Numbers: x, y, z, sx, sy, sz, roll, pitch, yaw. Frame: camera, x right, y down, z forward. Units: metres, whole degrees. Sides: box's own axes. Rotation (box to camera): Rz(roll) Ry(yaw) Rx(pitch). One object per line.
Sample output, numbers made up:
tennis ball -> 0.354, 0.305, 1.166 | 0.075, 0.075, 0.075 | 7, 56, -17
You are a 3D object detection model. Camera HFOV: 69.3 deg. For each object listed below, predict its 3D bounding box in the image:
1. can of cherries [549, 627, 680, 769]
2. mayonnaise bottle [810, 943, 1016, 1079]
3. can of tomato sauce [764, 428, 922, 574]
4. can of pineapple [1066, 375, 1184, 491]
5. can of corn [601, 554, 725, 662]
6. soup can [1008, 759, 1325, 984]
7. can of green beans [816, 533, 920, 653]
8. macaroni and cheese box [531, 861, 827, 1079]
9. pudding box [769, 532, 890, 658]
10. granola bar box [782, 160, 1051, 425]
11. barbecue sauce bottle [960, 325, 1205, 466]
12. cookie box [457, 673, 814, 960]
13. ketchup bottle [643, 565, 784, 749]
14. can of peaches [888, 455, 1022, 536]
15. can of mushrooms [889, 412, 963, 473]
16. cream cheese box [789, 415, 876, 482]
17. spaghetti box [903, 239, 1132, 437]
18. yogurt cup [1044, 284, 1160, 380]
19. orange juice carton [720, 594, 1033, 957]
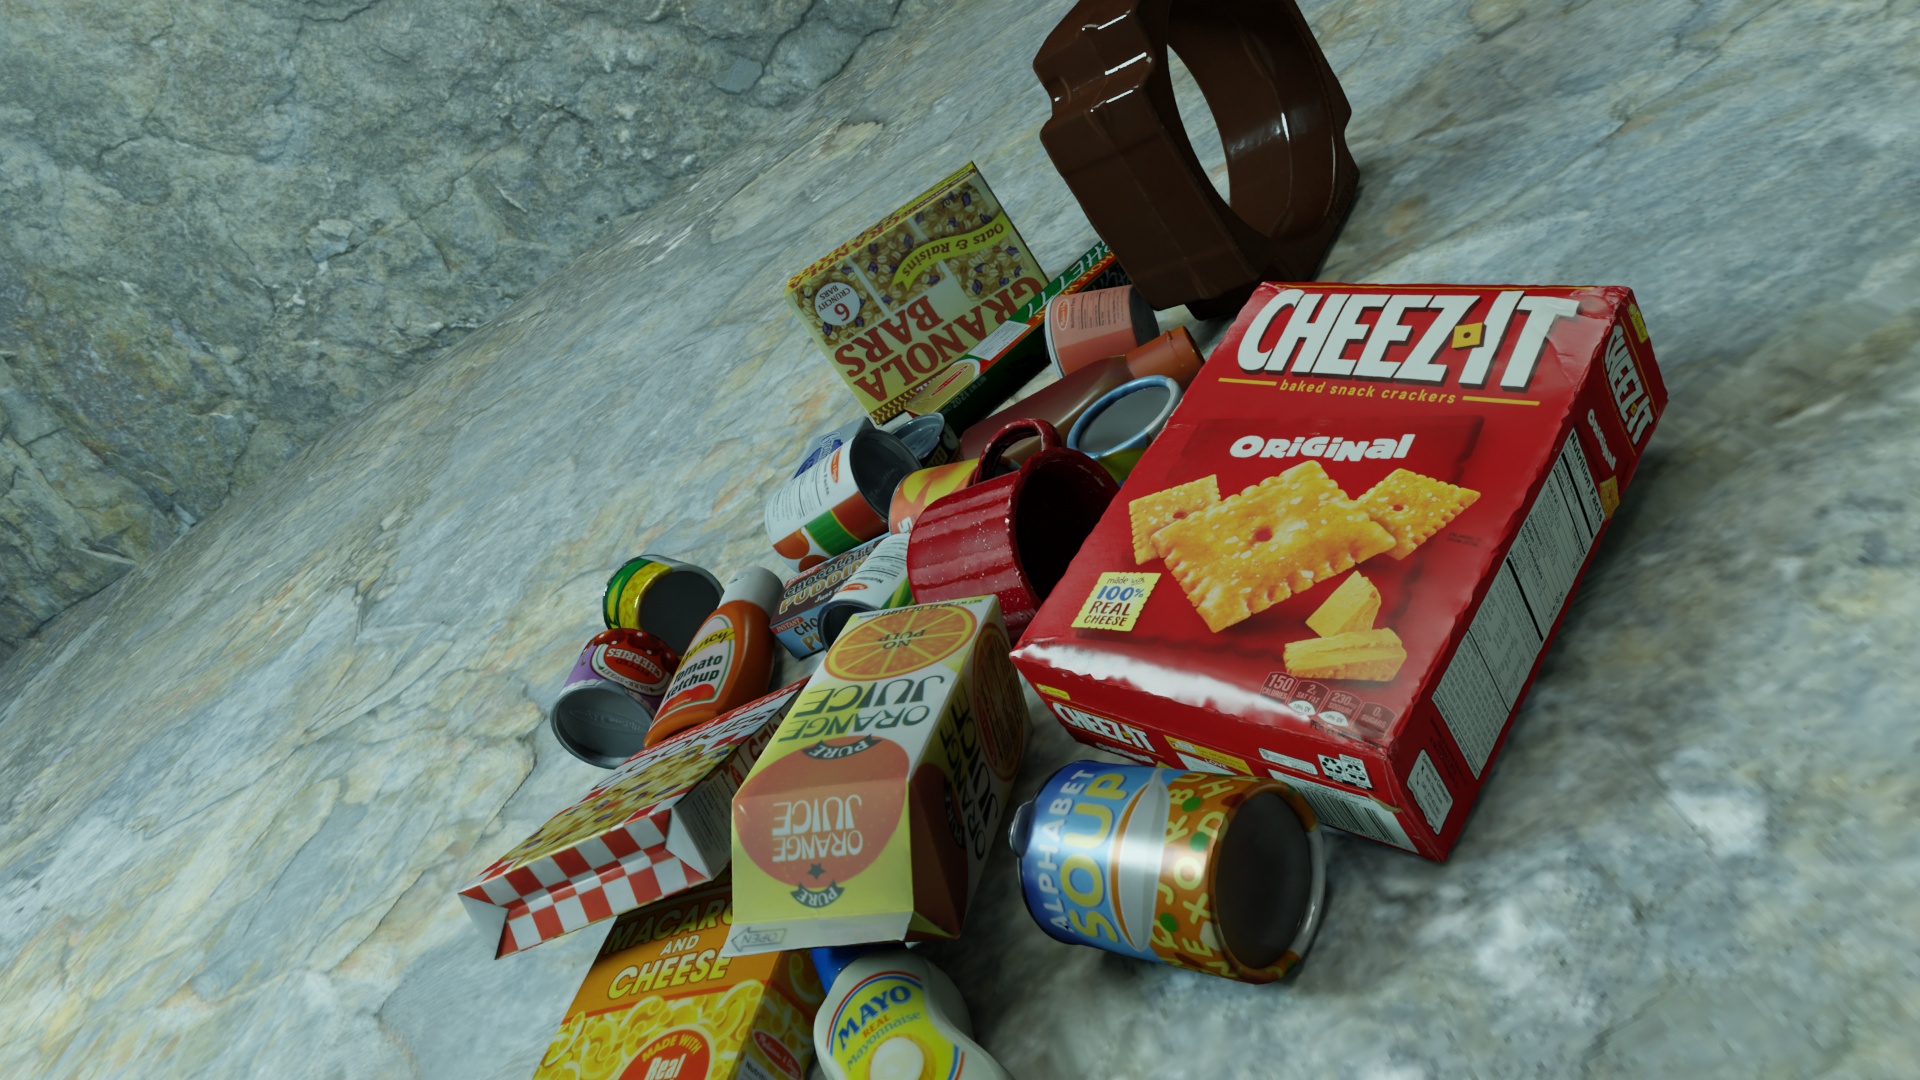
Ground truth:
can of cherries -> -0.206, 0.094, 0.843 | 0.071, 0.071, 0.059 | -25, 27, 22
mayonnaise bottle -> -0.022, 0.183, 0.498 | 0.065, 0.041, 0.148 | -35, 25, -5
can of tomato sauce -> -0.069, -0.020, 0.858 | 0.083, 0.071, 0.071 | -31, 24, 35
can of pineapple -> 0.095, -0.043, 0.714 | 0.071, 0.057, 0.071 | -29, 27, 16
can of corn -> -0.195, 0.047, 0.914 | 0.071, 0.071, 0.058 | -47, 28, -21
soup can -> 0.070, 0.110, 0.474 | 0.083, 0.071, 0.072 | -5, 40, 47
can of green beans -> -0.031, 0.039, 0.718 | 0.071, 0.071, 0.058 | -11, 30, 42
macaroni and cheese box -> -0.115, 0.203, 0.580 | 0.123, 0.040, 0.167 | -20, 29, 29
pudding box -> -0.068, 0.032, 0.821 | 0.083, 0.030, 0.050 | -24, 27, 24
granola bar box -> -0.026, -0.178, 1.014 | 0.165, 0.124, 0.039 | -30, 26, 13
barbecue sauce bottle -> 0.073, -0.075, 0.814 | 0.148, 0.043, 0.065 | -27, 27, 16
cookie box -> -0.139, 0.128, 0.670 | 0.123, 0.040, 0.168 | -24, 6, 20
ketchup bottle -> -0.138, 0.072, 0.825 | 0.064, 0.043, 0.149 | -25, 27, 23
can of peaches -> 0.003, -0.010, 0.763 | 0.058, 0.071, 0.071 | -9, 37, 43
can of mushrooms -> -0.028, -0.050, 0.907 | 0.071, 0.033, 0.071 | -28, 26, 15
cream cheese box -> -0.095, -0.044, 0.989 | 0.053, 0.024, 0.104 | -21, 30, 29
spaghetti box -> 0.069, -0.159, 0.975 | 0.250, 0.028, 0.050 | -41, 26, -9
yogurt cup -> 0.090, -0.124, 0.853 | 0.054, 0.072, 0.073 | -13, 33, 25
orange juice carton -> -0.029, 0.099, 0.555 | 0.072, 0.072, 0.193 | -9, 22, 18
